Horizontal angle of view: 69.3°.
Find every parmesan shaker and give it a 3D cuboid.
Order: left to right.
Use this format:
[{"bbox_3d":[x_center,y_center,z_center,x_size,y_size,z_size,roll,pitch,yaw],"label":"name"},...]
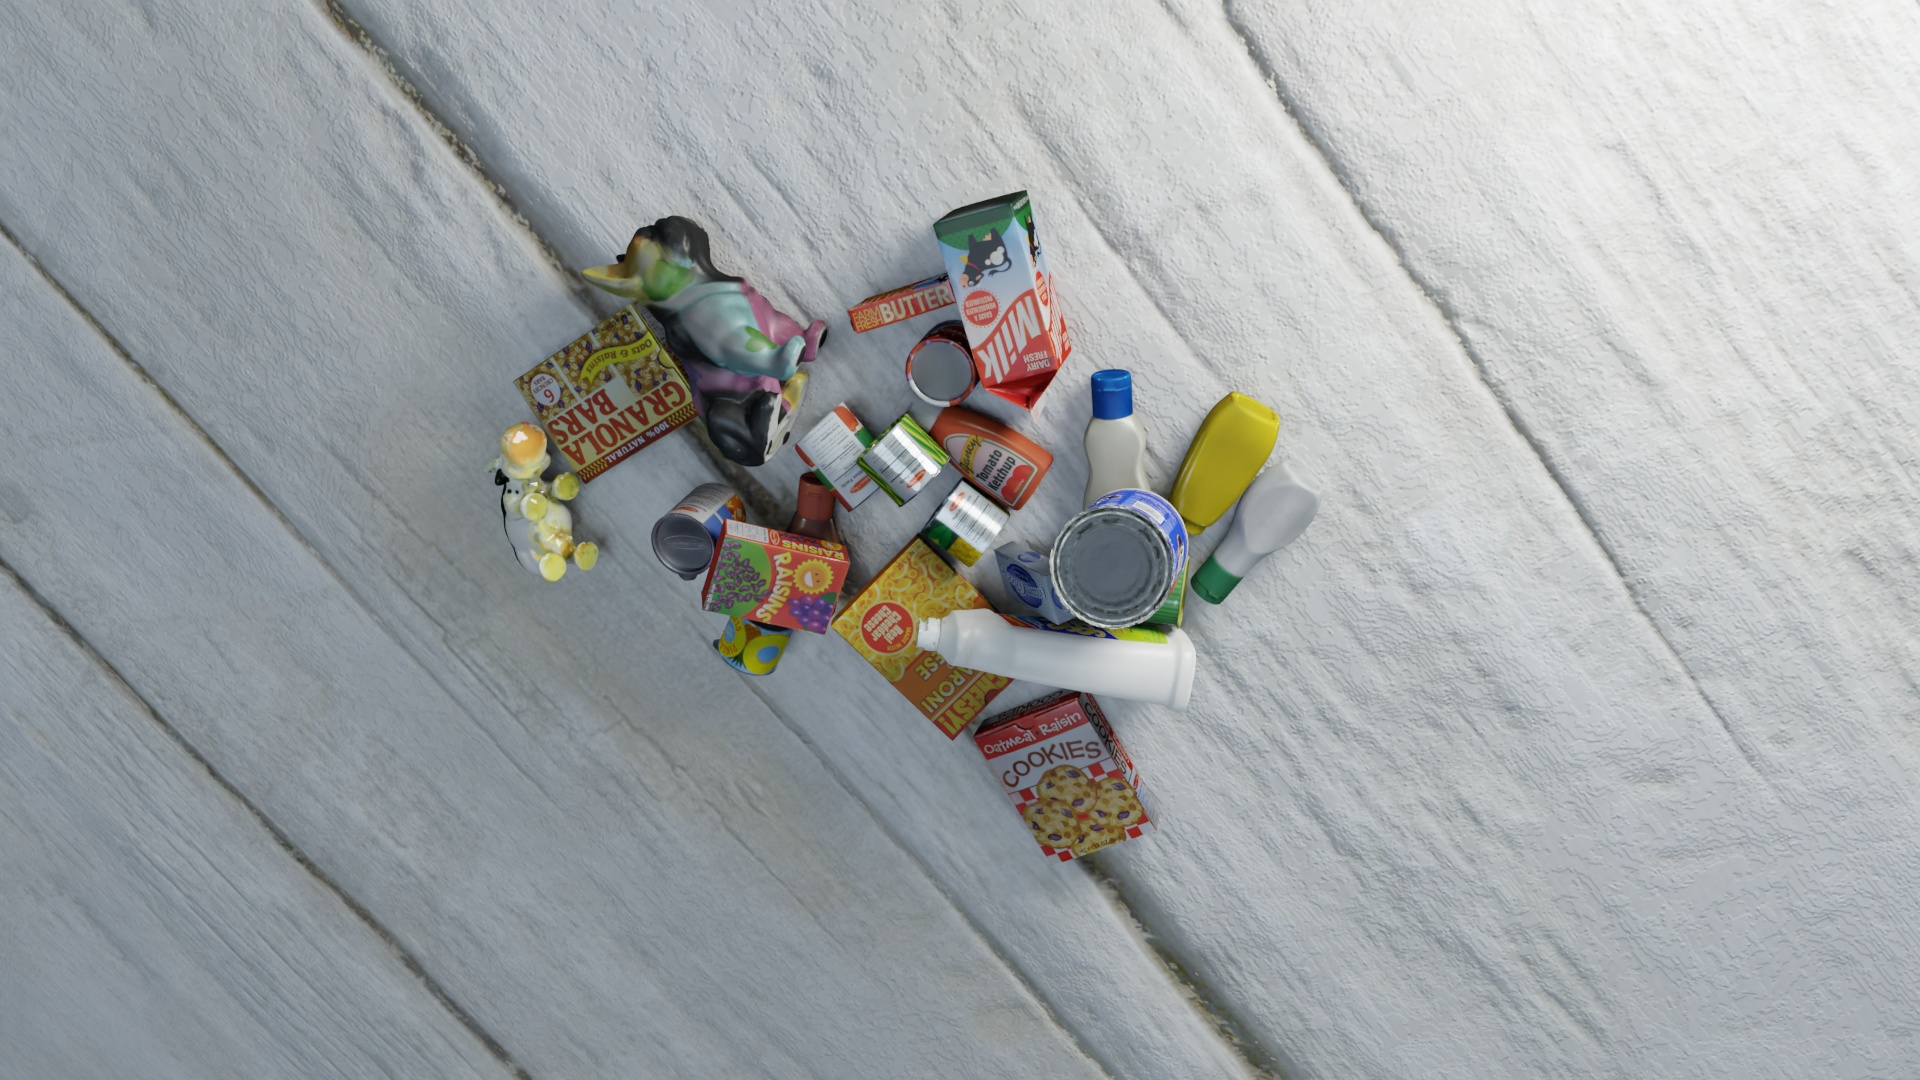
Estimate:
[{"bbox_3d":[0.157,0.042,1.293,0.103,0.071,0.071,8,115,12],"label":"parmesan shaker"}]

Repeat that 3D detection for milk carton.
[{"bbox_3d":[0.045,-0.201,1.217,0.073,0.073,0.190,-11,110,19],"label":"milk carton"}]

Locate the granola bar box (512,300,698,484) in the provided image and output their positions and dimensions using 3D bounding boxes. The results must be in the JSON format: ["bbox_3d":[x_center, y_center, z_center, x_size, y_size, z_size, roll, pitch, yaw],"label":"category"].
[{"bbox_3d":[-0.338,-0.146,1.362,0.165,0.039,0.124,-27,104,24],"label":"granola bar box"}]

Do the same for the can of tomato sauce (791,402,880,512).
[{"bbox_3d":[-0.109,-0.079,1.316,0.071,0.071,0.083,-37,99,26],"label":"can of tomato sauce"}]

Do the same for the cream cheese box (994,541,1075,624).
[{"bbox_3d":[0.070,0.039,1.305,0.024,0.104,0.053,-24,112,-19],"label":"cream cheese box"}]

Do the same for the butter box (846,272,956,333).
[{"bbox_3d":[-0.046,-0.215,1.246,0.103,0.053,0.024,-14,107,20],"label":"butter box"}]

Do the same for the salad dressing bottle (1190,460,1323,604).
[{"bbox_3d":[0.266,-0.005,1.260,0.064,0.044,0.147,29,119,-13],"label":"salad dressing bottle"}]

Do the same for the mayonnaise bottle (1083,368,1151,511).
[{"bbox_3d":[0.141,-0.080,1.263,0.065,0.041,0.147,0,112,13],"label":"mayonnaise bottle"}]

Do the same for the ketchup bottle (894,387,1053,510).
[{"bbox_3d":[0.010,-0.092,1.290,0.149,0.044,0.064,33,123,0],"label":"ketchup bottle"}]

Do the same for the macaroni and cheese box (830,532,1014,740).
[{"bbox_3d":[-0.025,0.095,1.359,0.166,0.040,0.123,44,93,-6],"label":"macaroni and cheese box"}]

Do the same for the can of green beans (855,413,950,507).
[{"bbox_3d":[-0.053,-0.073,1.264,0.058,0.071,0.071,45,116,-9],"label":"can of green beans"}]

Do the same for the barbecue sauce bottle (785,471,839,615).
[{"bbox_3d":[-0.148,0.006,1.375,0.065,0.044,0.147,10,115,1],"label":"barbecue sauce bottle"}]

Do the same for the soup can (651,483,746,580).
[{"bbox_3d":[-0.258,-0.010,1.374,0.071,0.084,0.071,6,114,13],"label":"soup can"}]

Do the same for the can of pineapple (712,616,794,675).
[{"bbox_3d":[-0.209,0.095,1.415,0.071,0.071,0.057,28,116,2],"label":"can of pineapple"}]

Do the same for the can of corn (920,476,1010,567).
[{"bbox_3d":[0.005,-0.016,1.314,0.058,0.071,0.071,37,117,-4],"label":"can of corn"}]

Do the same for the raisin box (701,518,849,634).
[{"bbox_3d":[-0.178,0.036,1.333,0.123,0.040,0.085,13,112,-17],"label":"raisin box"}]

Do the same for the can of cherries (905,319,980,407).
[{"bbox_3d":[-0.011,-0.162,1.256,0.071,0.059,0.071,6,115,13],"label":"can of cherries"}]

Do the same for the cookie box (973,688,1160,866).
[{"bbox_3d":[0.108,0.238,1.409,0.122,0.040,0.167,-25,105,23],"label":"cookie box"}]

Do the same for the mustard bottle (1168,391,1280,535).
[{"bbox_3d":[0.224,-0.055,1.246,0.065,0.049,0.159,29,118,-1],"label":"mustard bottle"}]
